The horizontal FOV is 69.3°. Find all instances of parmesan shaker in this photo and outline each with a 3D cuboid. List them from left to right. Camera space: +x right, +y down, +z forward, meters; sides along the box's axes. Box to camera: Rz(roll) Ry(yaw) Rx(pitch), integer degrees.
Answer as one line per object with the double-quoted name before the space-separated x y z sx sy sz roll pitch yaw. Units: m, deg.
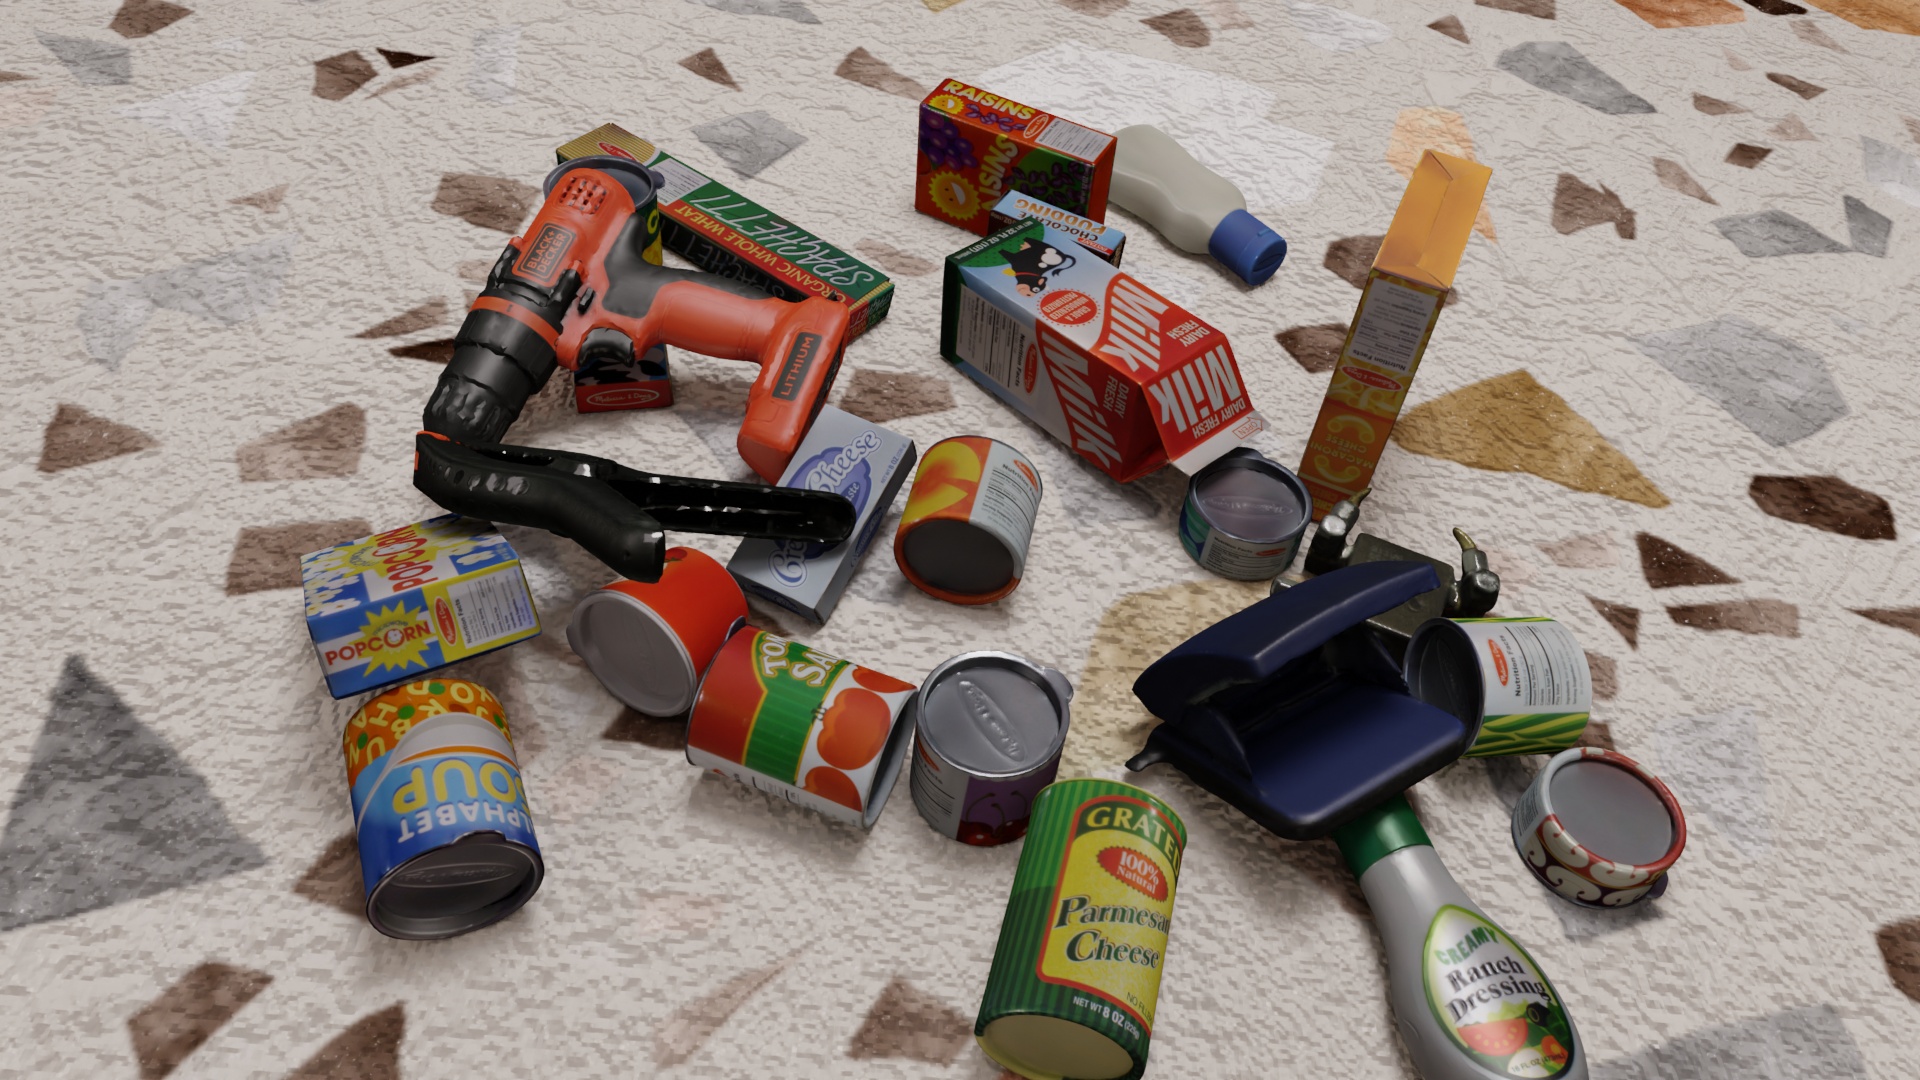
"parmesan shaker" 0.052 0.157 0.552 0.071 0.071 0.103 14 48 6

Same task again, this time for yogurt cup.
"yogurt cup" -0.135 0.039 0.639 0.072 0.072 0.054 26 42 16

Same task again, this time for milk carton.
"milk carton" 0.079 -0.100 0.779 0.072 0.073 0.191 -31 55 -31

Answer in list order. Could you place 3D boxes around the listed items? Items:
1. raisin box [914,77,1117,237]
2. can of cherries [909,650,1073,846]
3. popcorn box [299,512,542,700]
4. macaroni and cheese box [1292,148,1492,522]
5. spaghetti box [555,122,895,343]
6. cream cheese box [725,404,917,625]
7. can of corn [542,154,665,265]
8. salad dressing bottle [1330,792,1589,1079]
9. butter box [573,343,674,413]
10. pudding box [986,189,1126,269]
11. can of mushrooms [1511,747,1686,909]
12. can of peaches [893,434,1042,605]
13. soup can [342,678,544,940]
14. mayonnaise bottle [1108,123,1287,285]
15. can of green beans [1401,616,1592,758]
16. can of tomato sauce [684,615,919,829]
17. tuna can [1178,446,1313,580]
"raisin box" 0.033 -0.235 0.894 0.123 0.085 0.040 25 54 15
"can of cherries" 0.014 0.091 0.612 0.071 0.058 0.072 3 46 -3
"popcorn box" -0.242 0.024 0.615 0.085 0.038 0.127 -19 19 -22
"macaroni and cheese box" 0.227 -0.105 0.744 0.040 0.165 0.124 22 49 14
"spaghetti box" -0.152 -0.196 0.875 0.250 0.028 0.050 33 52 22
"cream cheese box" -0.069 -0.014 0.699 0.053 0.024 0.104 23 70 15
"can of corn" -0.213 -0.192 0.844 0.071 0.058 0.071 3 47 -4
"salad dressing bottle" 0.198 0.167 0.574 0.064 0.043 0.148 -10 49 -14
"butter box" -0.197 -0.117 0.800 0.053 0.024 0.104 -6 49 -13
"pudding box" 0.057 -0.180 0.872 0.084 0.049 0.030 25 48 15
"can of mushrooms" 0.290 0.130 0.626 0.071 0.033 0.071 4 46 -4
"can of peaches" 0.002 -0.009 0.699 0.071 0.070 0.058 12 48 4
"soup can" -0.209 0.106 0.563 0.071 0.071 0.084 -14 51 -19
"mayonnaise bottle" 0.153 -0.225 0.932 0.065 0.041 0.148 -28 57 -26
"can of green beans" 0.251 0.069 0.652 0.058 0.070 0.071 0 47 -14
"can of tomato sauce" -0.067 0.079 0.606 0.083 0.070 0.071 19 48 10
"tuna can" 0.151 -0.015 0.742 0.071 0.032 0.071 4 47 -4
